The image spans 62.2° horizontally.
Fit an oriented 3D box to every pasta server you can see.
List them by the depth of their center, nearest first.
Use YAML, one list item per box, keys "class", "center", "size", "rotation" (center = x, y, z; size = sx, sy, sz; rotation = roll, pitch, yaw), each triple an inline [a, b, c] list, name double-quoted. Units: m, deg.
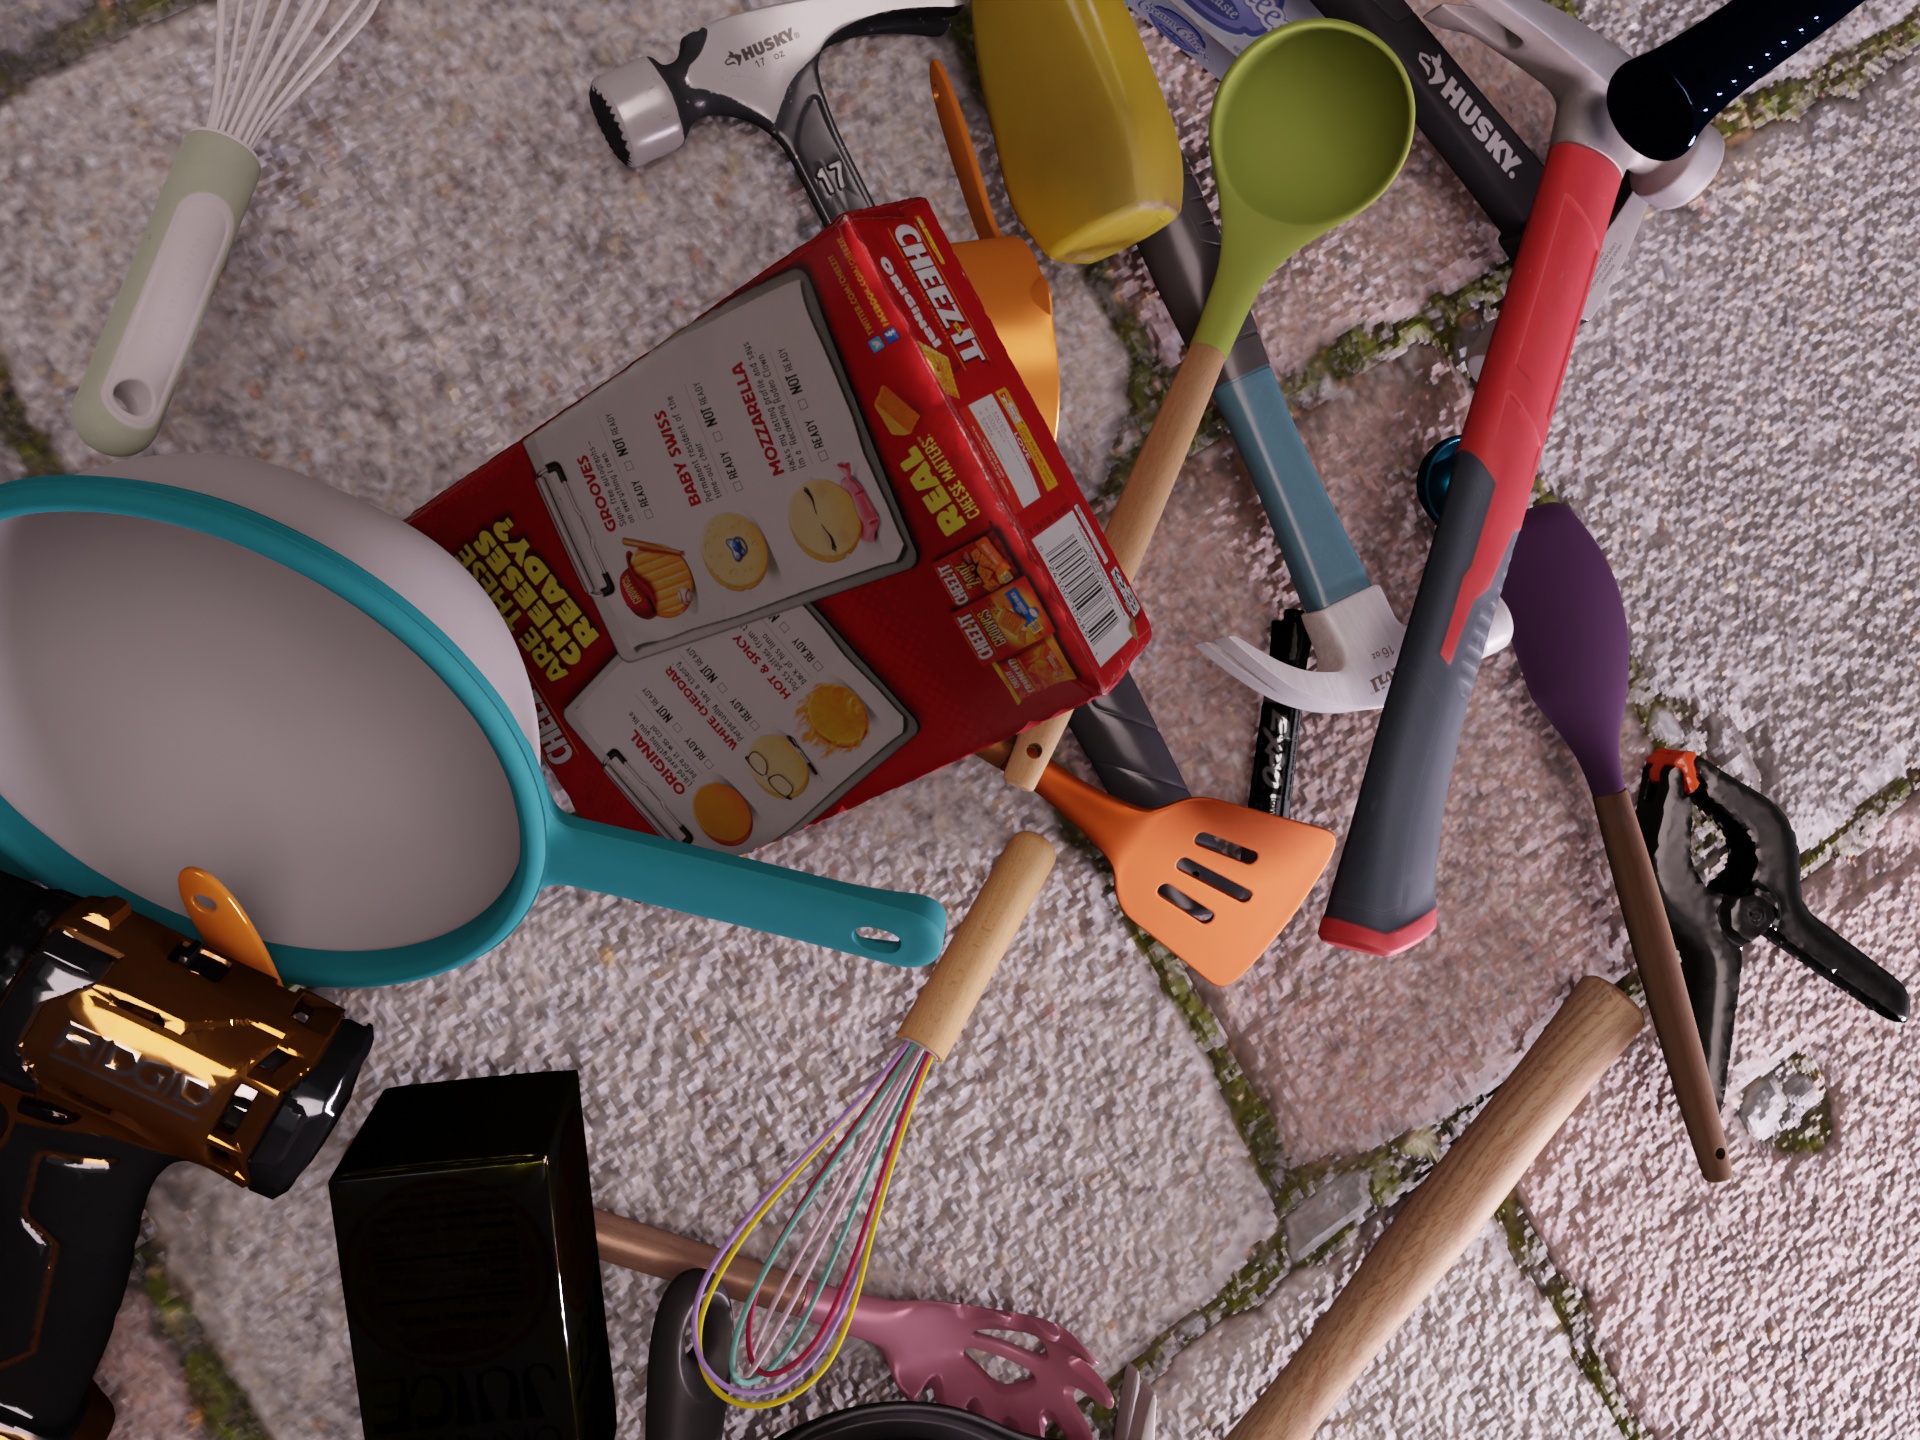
- class: "pasta server"
  center: [-0.087, 0.222, 0.623]
  size: [0.316, 0.040, 0.060]
  rotation: [23, 97, -13]

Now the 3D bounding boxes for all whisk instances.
- class: "whisk"
  center: [-0.244, -0.197, 0.535]
  size: [0.057, 0.059, 0.246]
  rotation: [31, 61, -44]
- class: "whisk"
  center: [-0.110, 0.353, 0.599]
  size: [0.073, 0.073, 0.296]
  rotation: [4, 91, -15]
- class: "whisk"
  center: [-0.023, 0.148, 0.616]
  size: [0.245, 0.047, 0.051]
  rotation: [-58, 135, -23]

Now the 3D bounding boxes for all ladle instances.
- class: "ladle"
  center: [0.087, -0.121, 0.606]
  size: [0.078, 0.062, 0.320]
  rotation: [24, 81, 0]

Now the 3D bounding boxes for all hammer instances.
- class: "hammer"
  center: [0.200, -0.097, 0.639]
  size: [0.143, 0.038, 0.386]
  rotation: [22, 82, -22]
- class: "hammer"
  center: [0.014, -0.098, 0.648]
  size: [0.149, 0.036, 0.409]
  rotation: [-30, 99, -14]
- class: "hammer"
  center: [0.112, -0.155, 0.662]
  size: [0.128, 0.033, 0.331]
  rotation: [-26, 93, -17]
- class: "hammer"
  center: [0.172, -0.301, 0.663]
  size: [0.334, 0.035, 0.146]
  rotation: [40, 80, -21]
- class: "hammer"
  center: [0.190, 0.245, 0.703]
  size: [0.130, 0.031, 0.331]
  rotation: [45, 80, -12]
- class: "hammer"
  center: [0.414, -0.355, 0.710]
  size: [0.405, 0.035, 0.144]
  rotation: [-37, 99, -25]

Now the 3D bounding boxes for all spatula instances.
- class: "spatula"
  center: [-0.001, -0.002, 0.630]
  size: [0.322, 0.041, 0.081]
  rotation: [33, 103, -2]
- class: "spatula"
  center: [0.301, 0.056, 0.715]
  size: [0.059, 0.018, 0.316]
  rotation: [-17, 92, -13]

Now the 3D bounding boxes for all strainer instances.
- class: "strainer"
  center: [-0.165, 0.004, 0.533]
  size: [0.340, 0.210, 0.095]
  rotation: [15, 42, -5]

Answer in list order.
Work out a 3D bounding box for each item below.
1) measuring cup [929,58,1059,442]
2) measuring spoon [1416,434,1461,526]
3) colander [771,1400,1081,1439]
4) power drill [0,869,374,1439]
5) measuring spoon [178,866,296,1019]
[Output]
- class: "measuring cup"
  center: [-0.011, -0.168, 0.589]
  size: [0.052, 0.095, 0.174]
  rotation: [-11, 76, -12]
- class: "measuring spoon"
  center: [0.217, -0.064, 0.716]
  size: [0.042, 0.021, 0.128]
  rotation: [-1, 100, -21]
- class: "colander"
  center: [-0.090, 0.375, 0.525]
  size: [0.397, 0.094, 0.204]
  rotation: [-13, 92, -23]
- class: "power drill"
  center: [-0.327, 0.155, 0.516]
  size: [0.185, 0.084, 0.226]
  rotation: [31, 94, -14]
- class: "measuring spoon"
  center: [-0.248, 0.094, 0.555]
  size: [0.021, 0.011, 0.116]
  rotation: [2, 131, 8]
